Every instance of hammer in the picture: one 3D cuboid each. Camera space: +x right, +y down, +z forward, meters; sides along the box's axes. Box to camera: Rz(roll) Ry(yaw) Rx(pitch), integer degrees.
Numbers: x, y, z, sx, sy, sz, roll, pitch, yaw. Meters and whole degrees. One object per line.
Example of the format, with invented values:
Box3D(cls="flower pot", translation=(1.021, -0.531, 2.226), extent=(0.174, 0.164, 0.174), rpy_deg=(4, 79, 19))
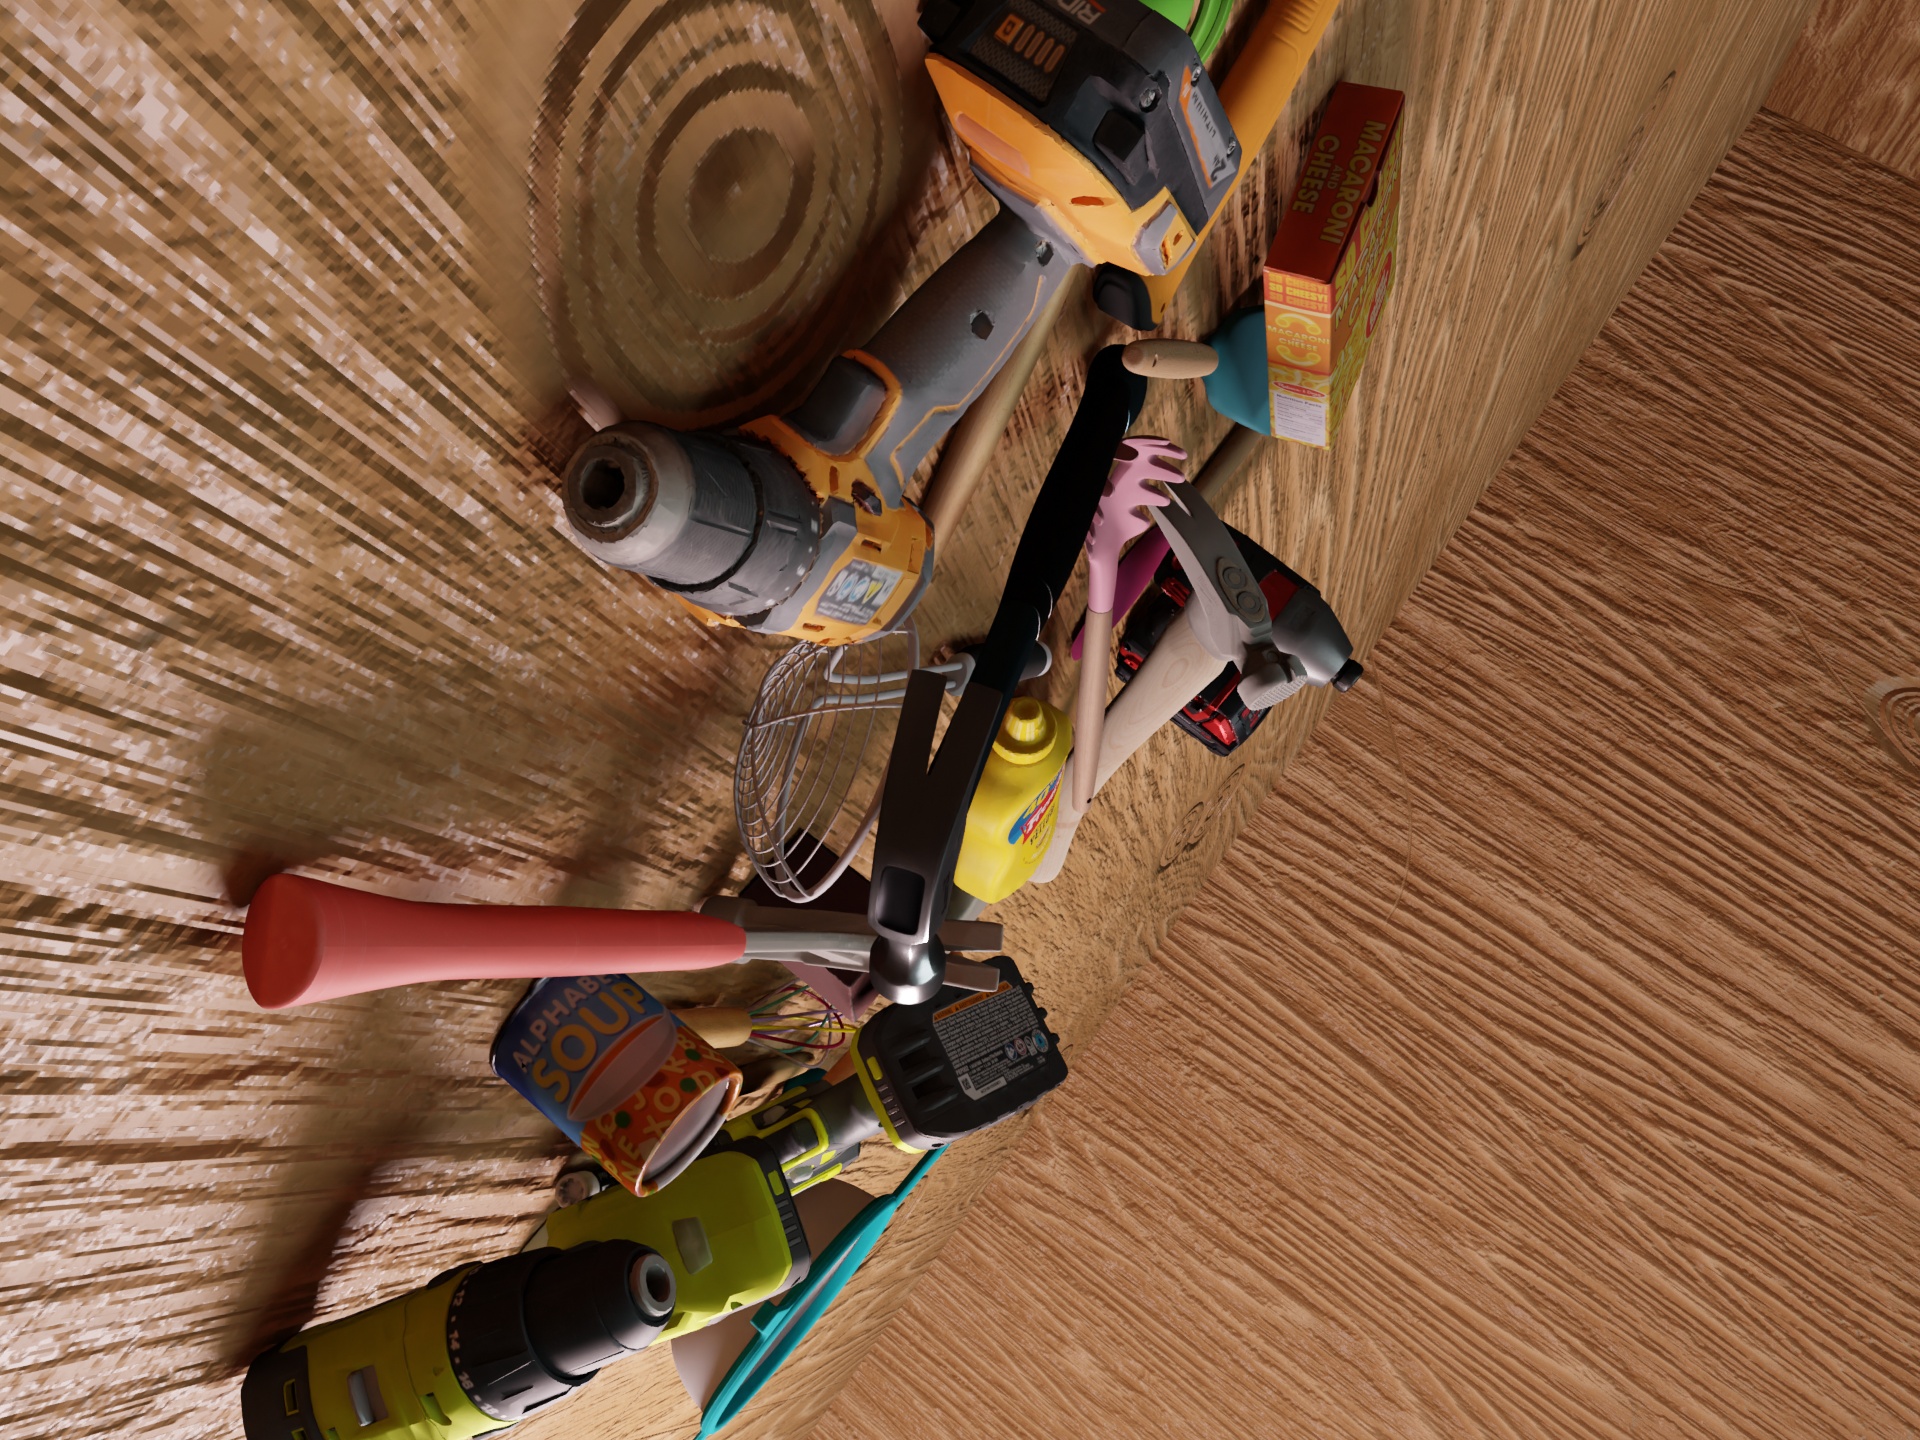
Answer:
Box3D(cls="hammer", translation=(0.027, -0.049, 0.669), extent=(0.128, 0.033, 0.331), rpy_deg=(95, 14, -49))
Box3D(cls="hammer", translation=(0.156, -0.320, 0.678), extent=(0.337, 0.034, 0.127), rpy_deg=(-60, 163, 17))
Box3D(cls="hammer", translation=(0.097, 0.005, 1.060), extent=(0.038, 0.146, 0.410), rpy_deg=(-19, 161, -24))
Box3D(cls="hammer", translation=(-0.110, 0.083, 0.589), extent=(0.359, 0.149, 0.037), rpy_deg=(20, 75, -68))

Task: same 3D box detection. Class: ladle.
Box3D(cls="ladle", translation=(-0.137, 0.215, 0.936), extent=(0.069, 0.031, 0.315), rpy_deg=(-45, 167, 4))

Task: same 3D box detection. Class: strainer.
Box3D(cls="strainer", translation=(-0.117, 0.390, 1.235), extent=(0.340, 0.095, 0.211), rpy_deg=(-36, 159, -54))

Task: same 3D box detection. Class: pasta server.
Box3D(cls="pasta server", translation=(0.087, -0.045, 0.949), extent=(0.060, 0.040, 0.316), rpy_deg=(-29, 144, -25))

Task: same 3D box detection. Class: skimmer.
Box3D(cls="skimmer", translation=(-0.001, -0.002, 0.764), extent=(0.127, 0.090, 0.363), rpy_deg=(-63, 163, 16))

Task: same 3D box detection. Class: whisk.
Box3D(cls="whisk", translation=(-0.113, 0.169, 0.884), extent=(0.051, 0.047, 0.244), rpy_deg=(-54, 161, 3))

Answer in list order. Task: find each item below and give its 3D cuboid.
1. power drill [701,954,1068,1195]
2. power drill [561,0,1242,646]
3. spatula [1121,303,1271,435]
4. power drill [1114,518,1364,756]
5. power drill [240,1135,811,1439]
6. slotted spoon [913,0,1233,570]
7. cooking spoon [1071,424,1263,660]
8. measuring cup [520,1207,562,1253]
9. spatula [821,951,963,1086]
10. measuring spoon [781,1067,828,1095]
Box3D(cls="power drill", translation=(-0.067, 0.218, 0.870), extent=(0.223, 0.080, 0.171), rpy_deg=(-34, 167, 30))
Box3D(cls="power drill", translation=(-0.019, -0.123, 0.496), extent=(0.226, 0.084, 0.185), rpy_deg=(-53, 163, 11))
Box3D(cls="spatula", translation=(0.134, -0.187, 0.829), extent=(0.317, 0.044, 0.082), rpy_deg=(-33, 140, -68))
Box3D(cls="power drill", translation=(0.186, -0.051, 1.074), extent=(0.078, 0.143, 0.219), rpy_deg=(-51, 175, -12))
Box3D(cls="power drill", translation=(-0.161, 0.248, 0.690), extent=(0.190, 0.080, 0.228), rpy_deg=(-26, 168, 19))
Box3D(cls="slotted spoon", translation=(0.034, -0.171, 0.644), extent=(0.070, 0.031, 0.313), rpy_deg=(-31, 153, -56))
Box3D(cls="cooking spoon", translation=(0.173, -0.166, 1.072), extent=(0.319, 0.017, 0.068), rpy_deg=(-52, 164, -7))
Box3D(cls="measuring cup", translation=(-0.226, 0.333, 0.892), extent=(0.083, 0.038, 0.167), rpy_deg=(-31, 150, -55))
Box3D(cls="spatula", translation=(-0.094, 0.239, 1.058), extent=(0.323, 0.041, 0.081), rpy_deg=(-40, 170, -46))
Box3D(cls="measuring spoon", translation=(-0.142, 0.279, 1.086), extent=(0.128, 0.021, 0.042), rpy_deg=(-39, 164, -20))
